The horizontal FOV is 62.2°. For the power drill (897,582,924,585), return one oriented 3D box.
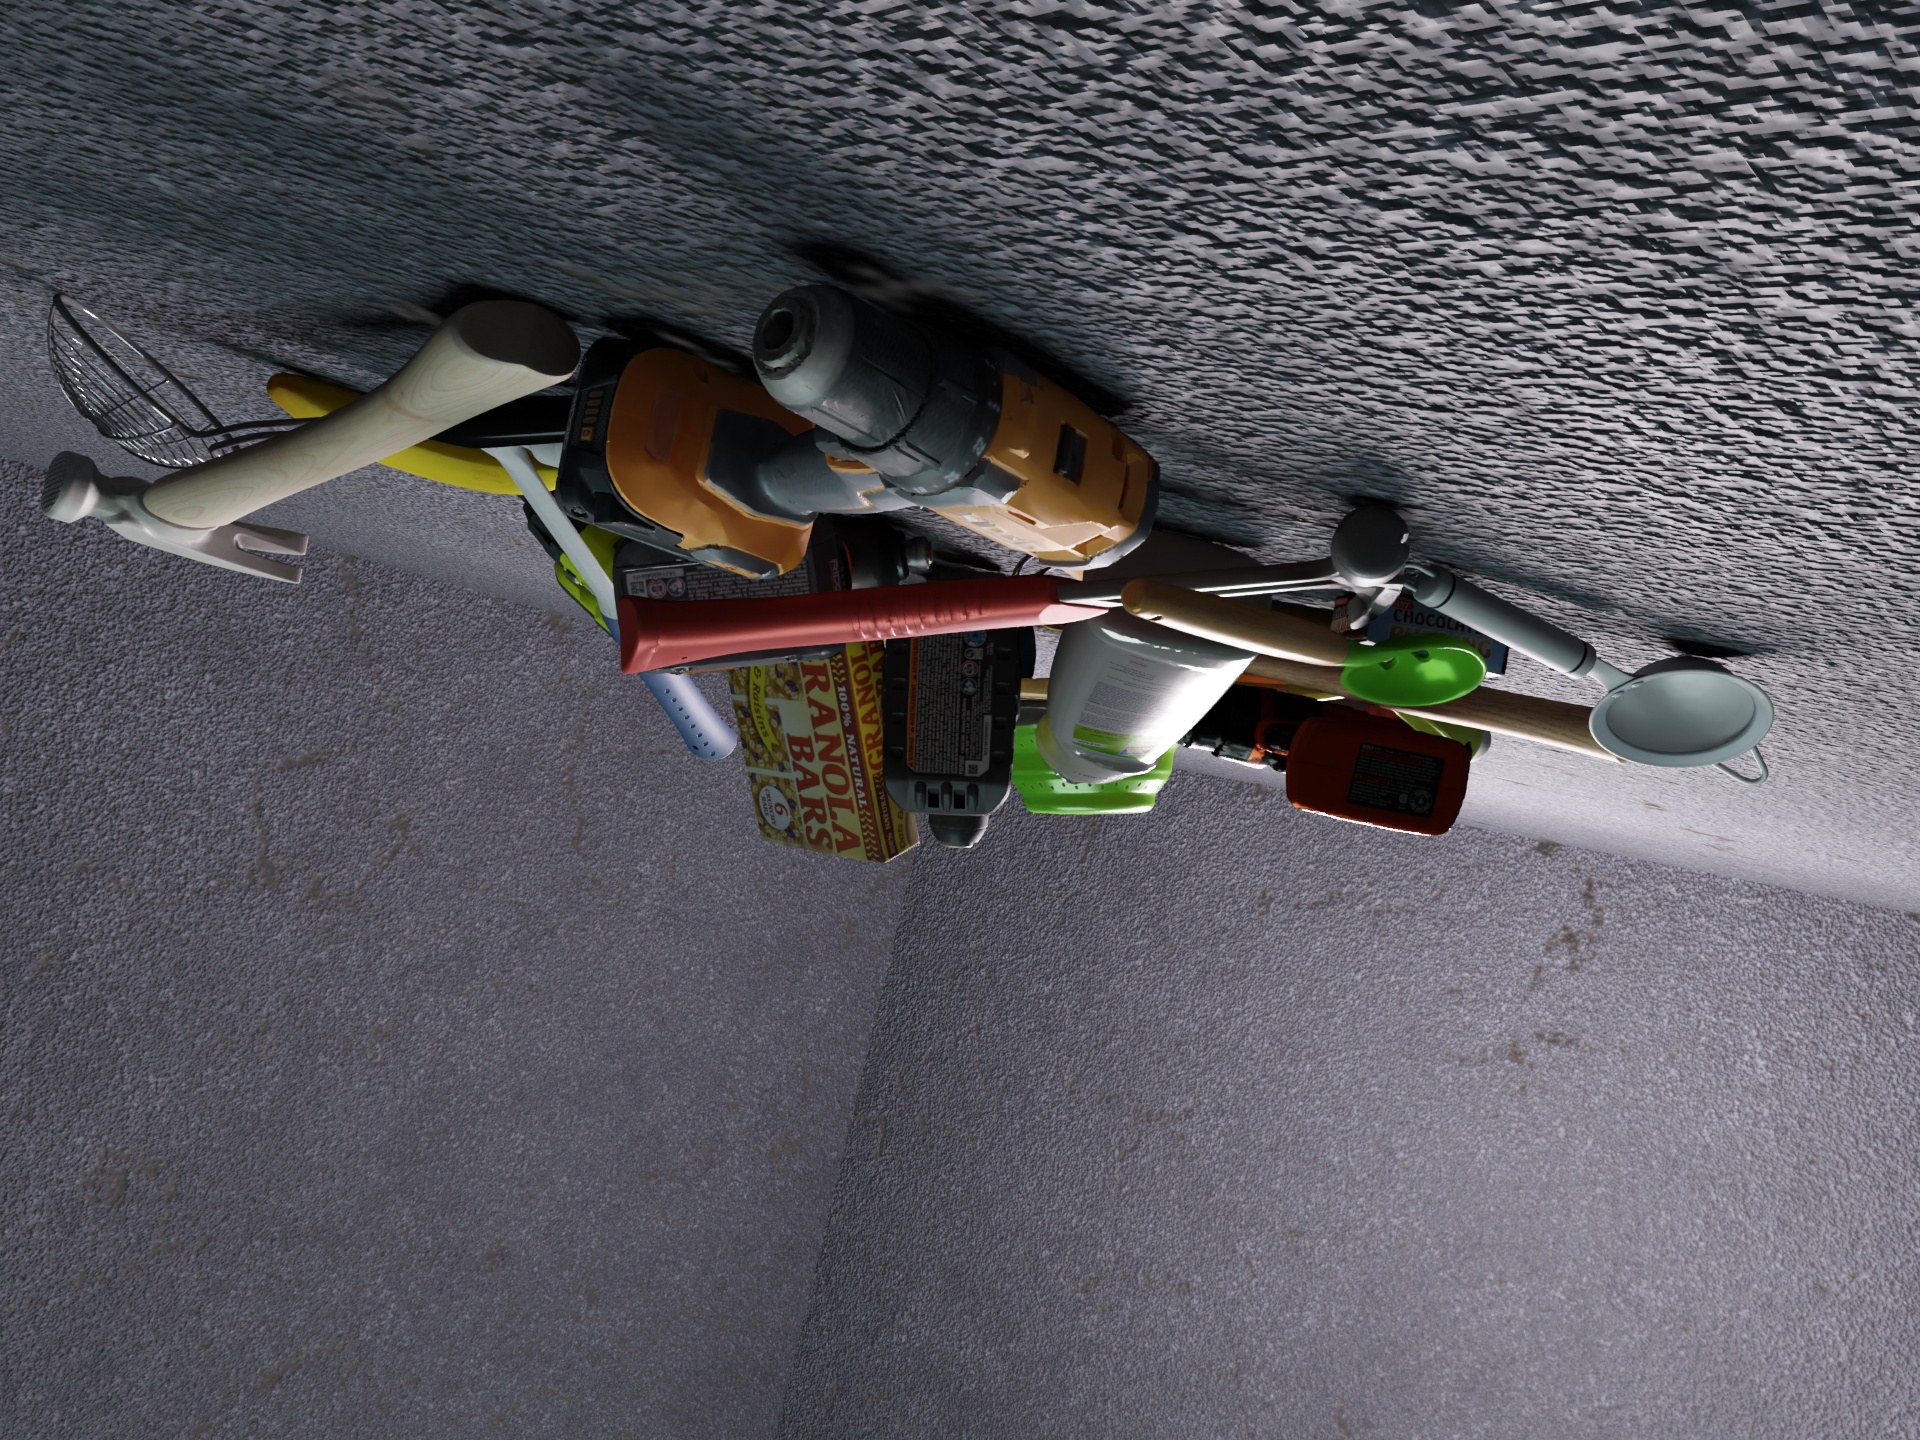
[{"bbox_3d":[-0.085,-0.091,1.169,0.219,0.078,0.143,18,175,-22],"label":"power drill"}]

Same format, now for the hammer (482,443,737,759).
[{"bbox_3d":[-0.234,-0.082,1.047,0.144,0.035,0.405,15,156,19],"label":"hammer"}]

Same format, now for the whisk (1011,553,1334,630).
[{"bbox_3d":[0.150,-0.062,0.927,0.245,0.047,0.051,10,176,5],"label":"whisk"}]

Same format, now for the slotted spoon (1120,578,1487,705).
[{"bbox_3d":[0.158,-0.036,0.712,0.070,0.031,0.313,-18,165,35],"label":"slotted spoon"}]

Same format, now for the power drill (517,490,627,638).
[{"bbox_3d":[-0.267,-0.116,1.246,0.171,0.080,0.223,42,173,-3],"label":"power drill"}]

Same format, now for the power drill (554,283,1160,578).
[{"bbox_3d":[-0.062,-0.109,0.613,0.226,0.084,0.185,6,173,39],"label":"power drill"}]

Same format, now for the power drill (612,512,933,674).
[{"bbox_3d":[-0.102,-0.084,0.923,0.164,0.084,0.226,-6,-170,3],"label":"power drill"}]

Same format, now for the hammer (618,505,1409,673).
[{"bbox_3d":[0.019,-0.053,0.738,0.359,0.037,0.149,-5,174,7],"label":"hammer"}]

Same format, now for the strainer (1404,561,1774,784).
[{"bbox_3d":[0.312,-0.030,0.789,0.258,0.050,0.087,21,146,-25],"label":"strainer"}]

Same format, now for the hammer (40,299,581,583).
[{"bbox_3d":[-0.314,-0.133,0.801,0.411,0.038,0.146,-7,162,42],"label":"hammer"}]

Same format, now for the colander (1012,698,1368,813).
[{"bbox_3d":[0.184,0.030,1.322,0.397,0.094,0.204,-2,177,24],"label":"colander"}]

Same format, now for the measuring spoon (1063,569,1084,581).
[{"bbox_3d":[0.086,-0.091,1.002,0.021,0.011,0.116,12,173,34],"label":"measuring spoon"}]

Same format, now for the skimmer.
[{"bbox_3d":[-0.336,-0.186,0.862,0.363,0.090,0.127,2,160,18],"label":"skimmer"}]

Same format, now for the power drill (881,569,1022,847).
[{"bbox_3d":[-0.002,-0.003,1.021,0.080,0.190,0.228,3,-177,2],"label":"power drill"}]

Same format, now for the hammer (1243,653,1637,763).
[{"bbox_3d":[0.239,-0.024,0.962,0.331,0.031,0.130,16,-171,40],"label":"hammer"}]

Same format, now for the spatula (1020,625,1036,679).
[{"bbox_3d":[0.032,-0.067,1.368,0.044,0.082,0.317,-9,-175,-6],"label":"spatula"}]

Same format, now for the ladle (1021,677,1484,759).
[{"bbox_3d":[0.196,-0.006,1.091,0.320,0.062,0.078,2,-179,4],"label":"ladle"}]

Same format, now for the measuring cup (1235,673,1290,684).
[{"bbox_3d":[0.206,-0.036,1.199,0.095,0.052,0.173,10,-165,10],"label":"measuring cup"}]
